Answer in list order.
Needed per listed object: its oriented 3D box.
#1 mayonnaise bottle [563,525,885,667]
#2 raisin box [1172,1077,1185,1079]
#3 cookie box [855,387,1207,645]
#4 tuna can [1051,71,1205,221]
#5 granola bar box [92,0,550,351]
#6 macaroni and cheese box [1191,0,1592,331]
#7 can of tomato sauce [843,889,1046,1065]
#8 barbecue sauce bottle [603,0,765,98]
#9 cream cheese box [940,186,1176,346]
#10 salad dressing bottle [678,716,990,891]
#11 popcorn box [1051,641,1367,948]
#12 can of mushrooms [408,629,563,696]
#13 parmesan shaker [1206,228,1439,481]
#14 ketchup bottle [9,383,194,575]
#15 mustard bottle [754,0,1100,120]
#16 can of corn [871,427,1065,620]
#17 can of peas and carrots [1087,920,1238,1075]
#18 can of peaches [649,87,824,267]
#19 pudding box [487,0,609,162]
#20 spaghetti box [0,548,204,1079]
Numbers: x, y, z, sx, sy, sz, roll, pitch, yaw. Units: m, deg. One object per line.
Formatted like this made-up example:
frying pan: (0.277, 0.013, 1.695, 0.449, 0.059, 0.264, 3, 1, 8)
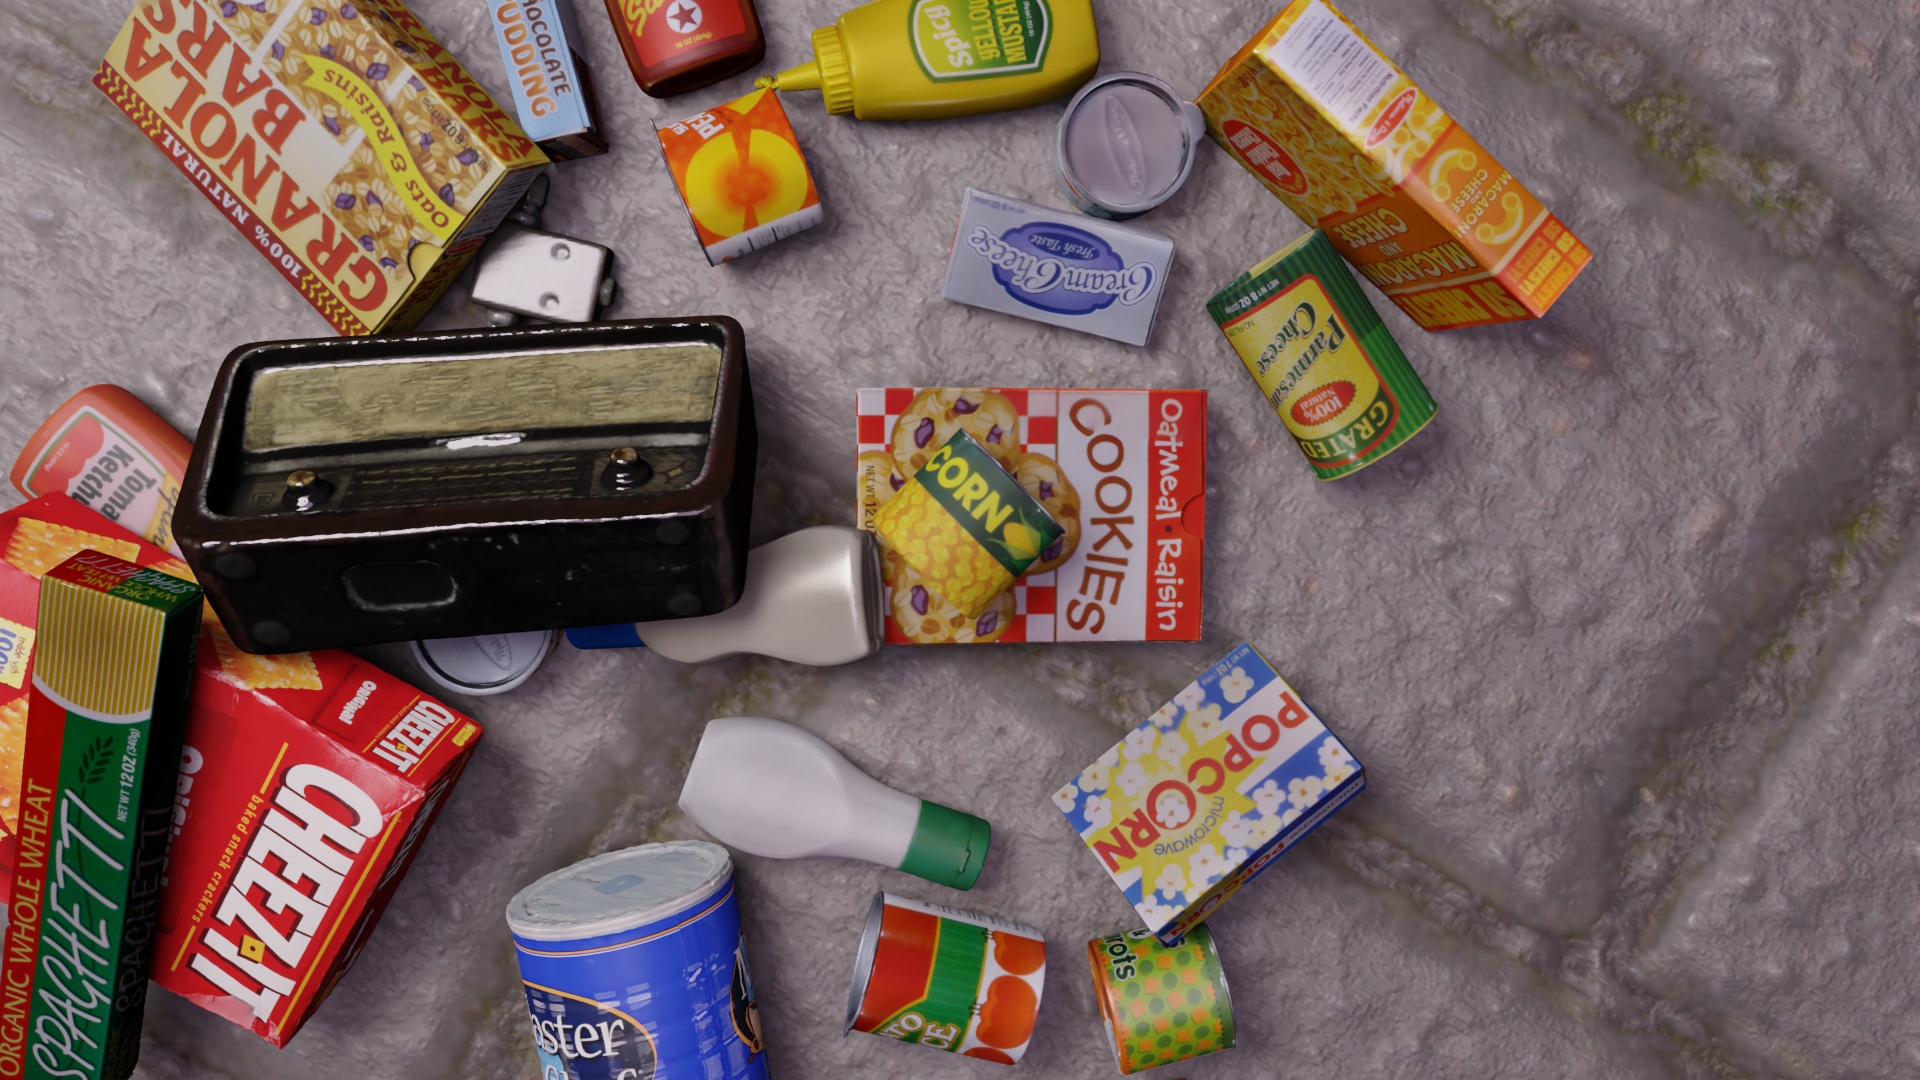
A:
mayonnaise bottle: (-0.111, 0.029, 0.645, 0.148, 0.041, 0.064, -4, 90, 14)
raisin box: (0.088, 0.347, 0.706, 0.086, 0.040, 0.123, -10, 96, -5)
cookie box: (0.033, -0.012, 0.674, 0.168, 0.040, 0.122, 0, 94, -5)
tuna can: (0.080, -0.189, 0.668, 0.071, 0.033, 0.071, 0, 95, -5)
granola bar box: (-0.283, -0.185, 0.612, 0.124, 0.039, 0.165, -40, 97, 25)
macaroni and cheese box: (0.189, -0.166, 0.634, 0.166, 0.124, 0.040, 40, 92, -7)
can of tomato sauce: (-0.008, 0.214, 0.674, 0.083, 0.071, 0.071, 15, 93, -6)
barbecue sauce bottle: (-0.143, -0.284, 0.637, 0.065, 0.044, 0.148, -20, 95, -2)
cream cheese box: (0.047, -0.132, 0.668, 0.104, 0.024, 0.053, 13, 111, -5)
salad dressing bottle: (-0.060, 0.132, 0.676, 0.148, 0.044, 0.064, 20, 91, -7)
popcorn box: (0.120, 0.121, 0.672, 0.127, 0.038, 0.085, -39, 59, -1)
can of mushrooms: (-0.222, 0.037, 0.660, 0.071, 0.033, 0.071, 0, 94, -4)
parmesan shaker: (0.171, -0.088, 0.669, 0.071, 0.071, 0.103, -35, 96, -1)
ketchup bottle: (-0.354, -0.002, 0.641, 0.149, 0.043, 0.064, 42, 96, -7)
mustard bottle: (-0.017, -0.227, 0.649, 0.160, 0.049, 0.065, -13, 92, -4)
can of corn: (0.002, -0.008, 0.616, 0.058, 0.071, 0.071, -45, 97, 2)
can of peas and carrots: (0.098, 0.221, 0.684, 0.059, 0.071, 0.071, -13, 96, -3)
can of peaches: (-0.102, -0.169, 0.637, 0.058, 0.071, 0.071, -22, 96, -3)
pudding box: (-0.189, -0.220, 0.635, 0.030, 0.050, 0.083, -15, 96, -2)
spaghetti box: (-0.355, 0.125, 0.569, 0.050, 0.029, 0.249, 18, 109, -2)
